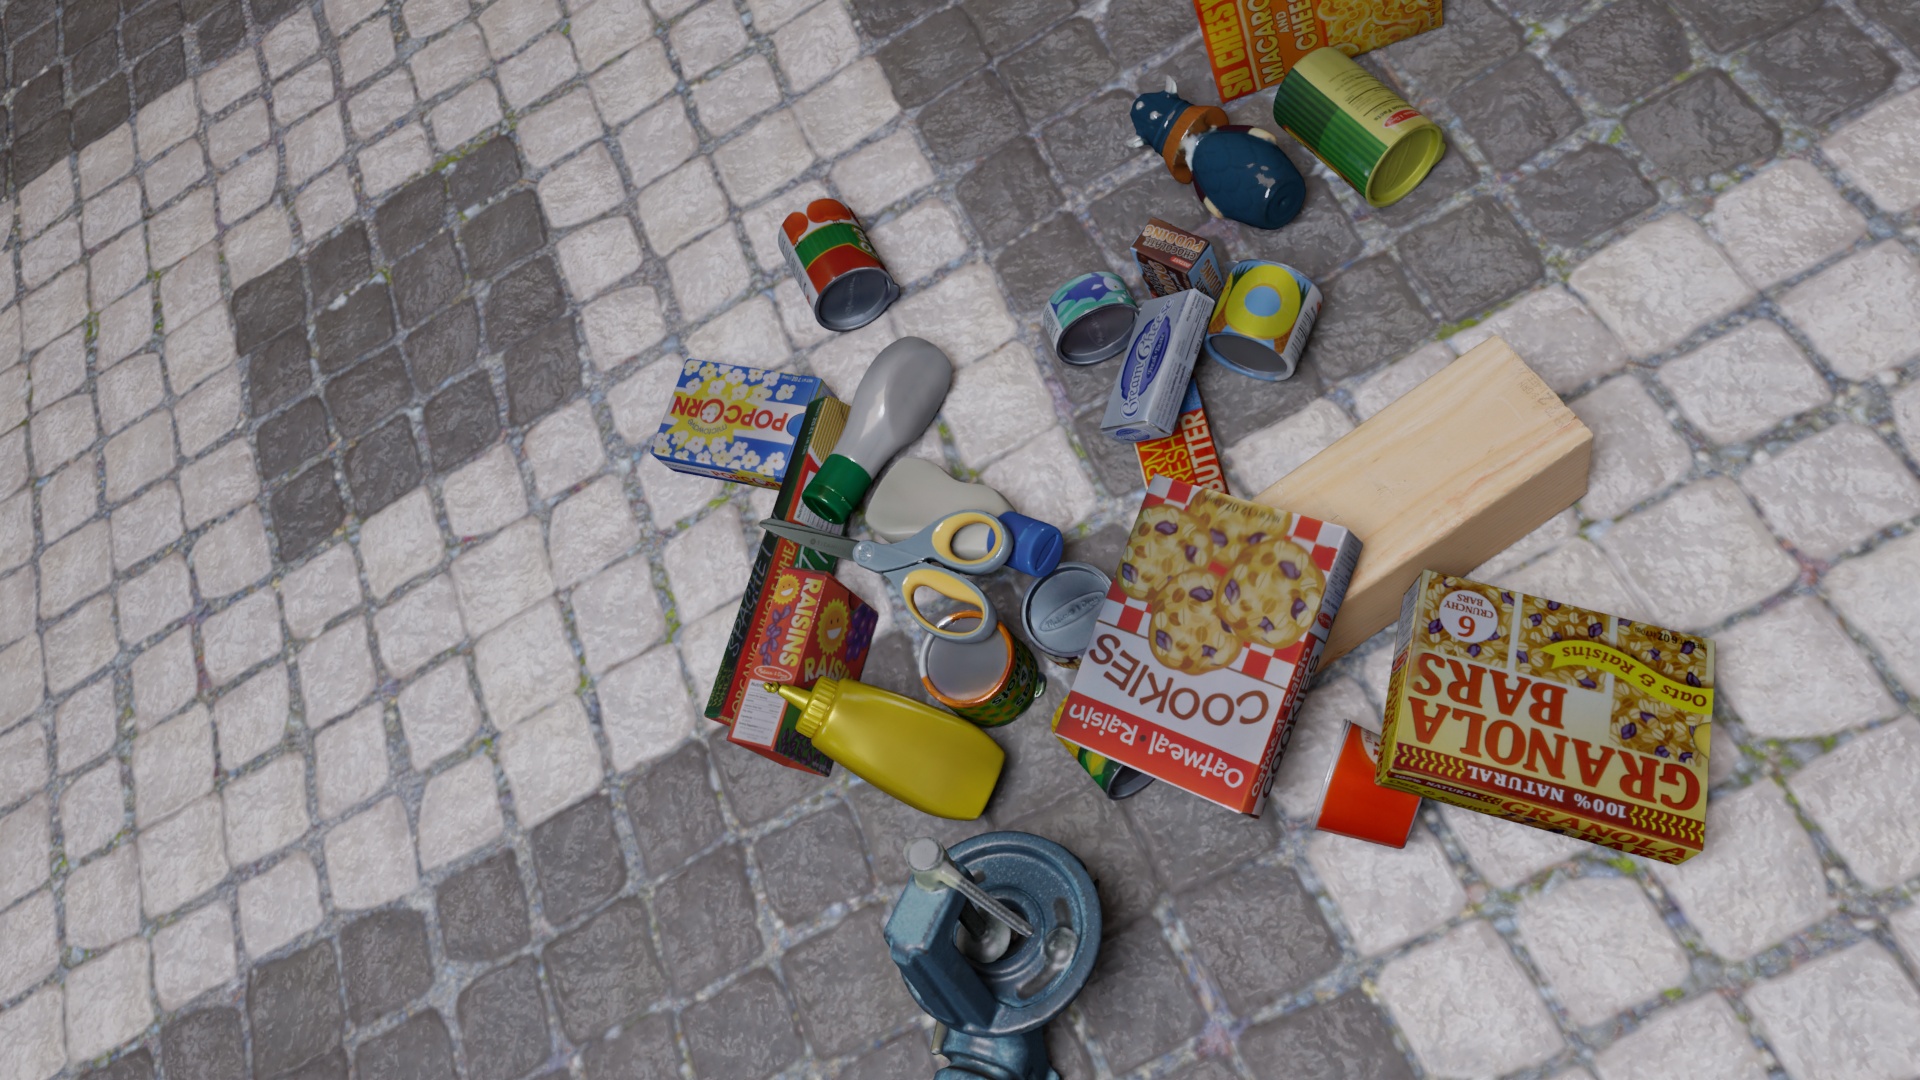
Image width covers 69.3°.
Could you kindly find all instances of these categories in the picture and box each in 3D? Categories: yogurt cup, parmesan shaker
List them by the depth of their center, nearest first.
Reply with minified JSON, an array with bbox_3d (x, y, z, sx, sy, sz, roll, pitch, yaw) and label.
[{"bbox_3d":[0.239,0.144,0.806,0.054,0.072,0.072,18,76,18],"label":"yogurt cup"},{"bbox_3d":[0.279,-0.291,0.974,0.071,0.071,0.103,-38,60,2],"label":"parmesan shaker"}]

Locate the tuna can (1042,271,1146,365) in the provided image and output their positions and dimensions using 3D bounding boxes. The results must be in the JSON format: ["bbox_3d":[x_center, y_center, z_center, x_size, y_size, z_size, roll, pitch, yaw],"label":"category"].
[{"bbox_3d":[0.096,-0.158,0.985,0.071,0.071,0.033,-26,62,9],"label":"tuna can"}]

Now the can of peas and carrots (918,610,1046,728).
[{"bbox_3d":[0.015,0.085,0.916,0.071,0.058,0.071,-8,67,18],"label":"can of peas and carrots"}]

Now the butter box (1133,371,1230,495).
[{"bbox_3d":[0.147,-0.064,0.949,0.053,0.024,0.104,-18,63,14],"label":"butter box"}]

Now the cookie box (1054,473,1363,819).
[{"bbox_3d":[0.141,0.058,0.797,0.123,0.040,0.167,19,85,33],"label":"cookie box"}]

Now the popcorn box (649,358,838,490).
[{"bbox_3d":[-0.167,-0.089,1.070,0.127,0.038,0.085,11,72,24],"label":"popcorn box"}]

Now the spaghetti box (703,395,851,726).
[{"bbox_3d":[-0.120,0.018,0.997,0.028,0.050,0.251,-8,60,55],"label":"spaghetti box"}]

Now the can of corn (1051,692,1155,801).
[{"bbox_3d":[0.099,0.117,0.865,0.071,0.071,0.058,-43,60,0],"label":"can of corn"}]

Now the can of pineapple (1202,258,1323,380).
[{"bbox_3d":[0.203,-0.149,0.940,0.071,0.071,0.058,18,76,26],"label":"can of pineapple"}]

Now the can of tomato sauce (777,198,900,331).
[{"bbox_3d":[-0.096,-0.216,1.081,0.071,0.071,0.083,-32,61,6],"label":"can of tomato sauce"}]

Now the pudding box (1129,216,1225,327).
[{"bbox_3d":[0.153,-0.184,0.964,0.050,0.083,0.030,33,83,28],"label":"pudding box"}]

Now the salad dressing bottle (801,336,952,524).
[{"bbox_3d":[-0.061,-0.080,1.002,0.044,0.064,0.148,13,62,39],"label":"salad dressing bottle"}]

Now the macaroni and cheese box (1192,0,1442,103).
[{"bbox_3d":[0.252,-0.393,0.992,0.166,0.123,0.040,-16,61,14],"label":"macaroni and cheese box"}]

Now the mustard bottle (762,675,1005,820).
[{"bbox_3d":[-0.053,0.124,0.890,0.160,0.048,0.065,27,77,-7],"label":"mustard bottle"}]

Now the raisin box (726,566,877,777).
[{"bbox_3d":[-0.105,0.090,0.944,0.040,0.086,0.123,8,72,26],"label":"raisin box"}]

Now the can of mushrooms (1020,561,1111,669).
[{"bbox_3d":[0.077,0.052,0.922,0.071,0.033,0.071,-7,66,17],"label":"can of mushrooms"}]

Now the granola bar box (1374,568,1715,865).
[{"bbox_3d":[0.325,0.096,0.772,0.166,0.039,0.125,14,65,7],"label":"granola bar box"}]

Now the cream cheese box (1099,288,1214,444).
[{"bbox_3d":[0.132,-0.117,0.934,0.053,0.024,0.104,-4,62,60],"label":"cream cheese box"}]

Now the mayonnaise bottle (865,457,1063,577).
[{"bbox_3d":[0.003,-0.012,0.954,0.148,0.041,0.065,21,73,40],"label":"mayonnaise bottle"}]
